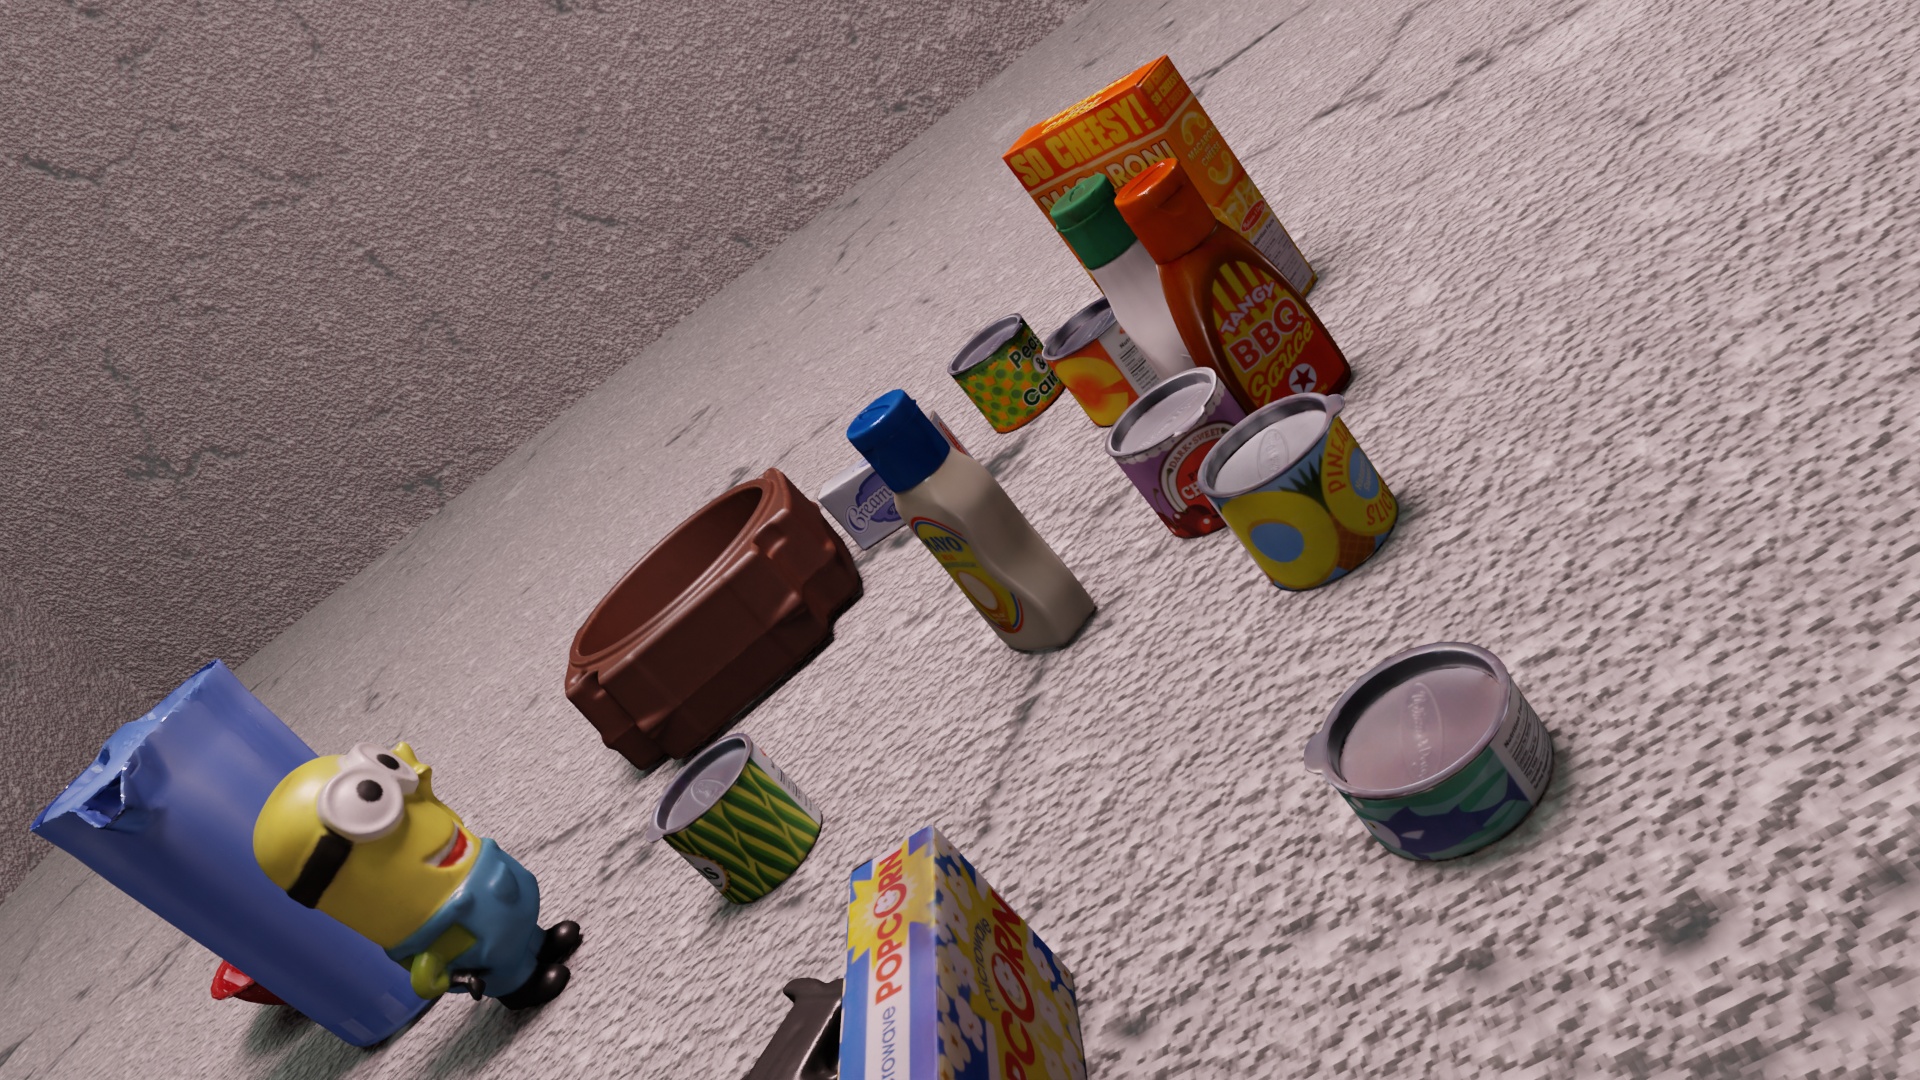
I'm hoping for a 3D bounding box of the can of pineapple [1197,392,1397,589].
[{"bbox_3d":[0.147,-0.021,0.598,0.071,0.057,0.071,-34,21,15],"label":"can of pineapple"}]

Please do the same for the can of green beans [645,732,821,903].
[{"bbox_3d":[-0.114,0.142,0.710,0.071,0.057,0.071,-34,21,15],"label":"can of green beans"}]

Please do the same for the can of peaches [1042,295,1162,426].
[{"bbox_3d":[0.094,-0.114,0.878,0.071,0.058,0.071,-34,21,15],"label":"can of peaches"}]

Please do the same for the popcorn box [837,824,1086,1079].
[{"bbox_3d":[0.002,0.161,0.433,0.038,0.085,0.127,-35,21,13],"label":"popcorn box"}]

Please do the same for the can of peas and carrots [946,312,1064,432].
[{"bbox_3d":[0.035,-0.120,0.989,0.071,0.058,0.071,-34,21,15],"label":"can of peas and carrots"}]

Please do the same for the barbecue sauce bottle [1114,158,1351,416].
[{"bbox_3d":[0.133,-0.121,0.697,0.065,0.148,0.044,-42,20,-6],"label":"barbecue sauce bottle"}]

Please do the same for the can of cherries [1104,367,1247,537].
[{"bbox_3d":[0.116,-0.043,0.694,0.071,0.058,0.072,-34,21,15],"label":"can of cherries"}]

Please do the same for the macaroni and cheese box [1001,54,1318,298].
[{"bbox_3d":[0.121,-0.198,0.850,0.123,0.166,0.040,-12,35,52],"label":"macaroni and cheese box"}]

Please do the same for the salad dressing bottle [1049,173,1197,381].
[{"bbox_3d":[0.106,-0.133,0.769,0.044,0.147,0.064,-33,22,20],"label":"salad dressing bottle"}]

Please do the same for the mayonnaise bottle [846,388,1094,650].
[{"bbox_3d":[0.002,-0.009,0.691,0.041,0.148,0.064,-50,22,-24],"label":"mayonnaise bottle"}]

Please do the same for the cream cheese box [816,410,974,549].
[{"bbox_3d":[-0.044,-0.041,0.971,0.103,0.053,0.024,-32,22,20],"label":"cream cheese box"}]

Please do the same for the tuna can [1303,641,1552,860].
[{"bbox_3d":[0.150,0.068,0.446,0.071,0.032,0.071,-34,21,15],"label":"tuna can"}]
